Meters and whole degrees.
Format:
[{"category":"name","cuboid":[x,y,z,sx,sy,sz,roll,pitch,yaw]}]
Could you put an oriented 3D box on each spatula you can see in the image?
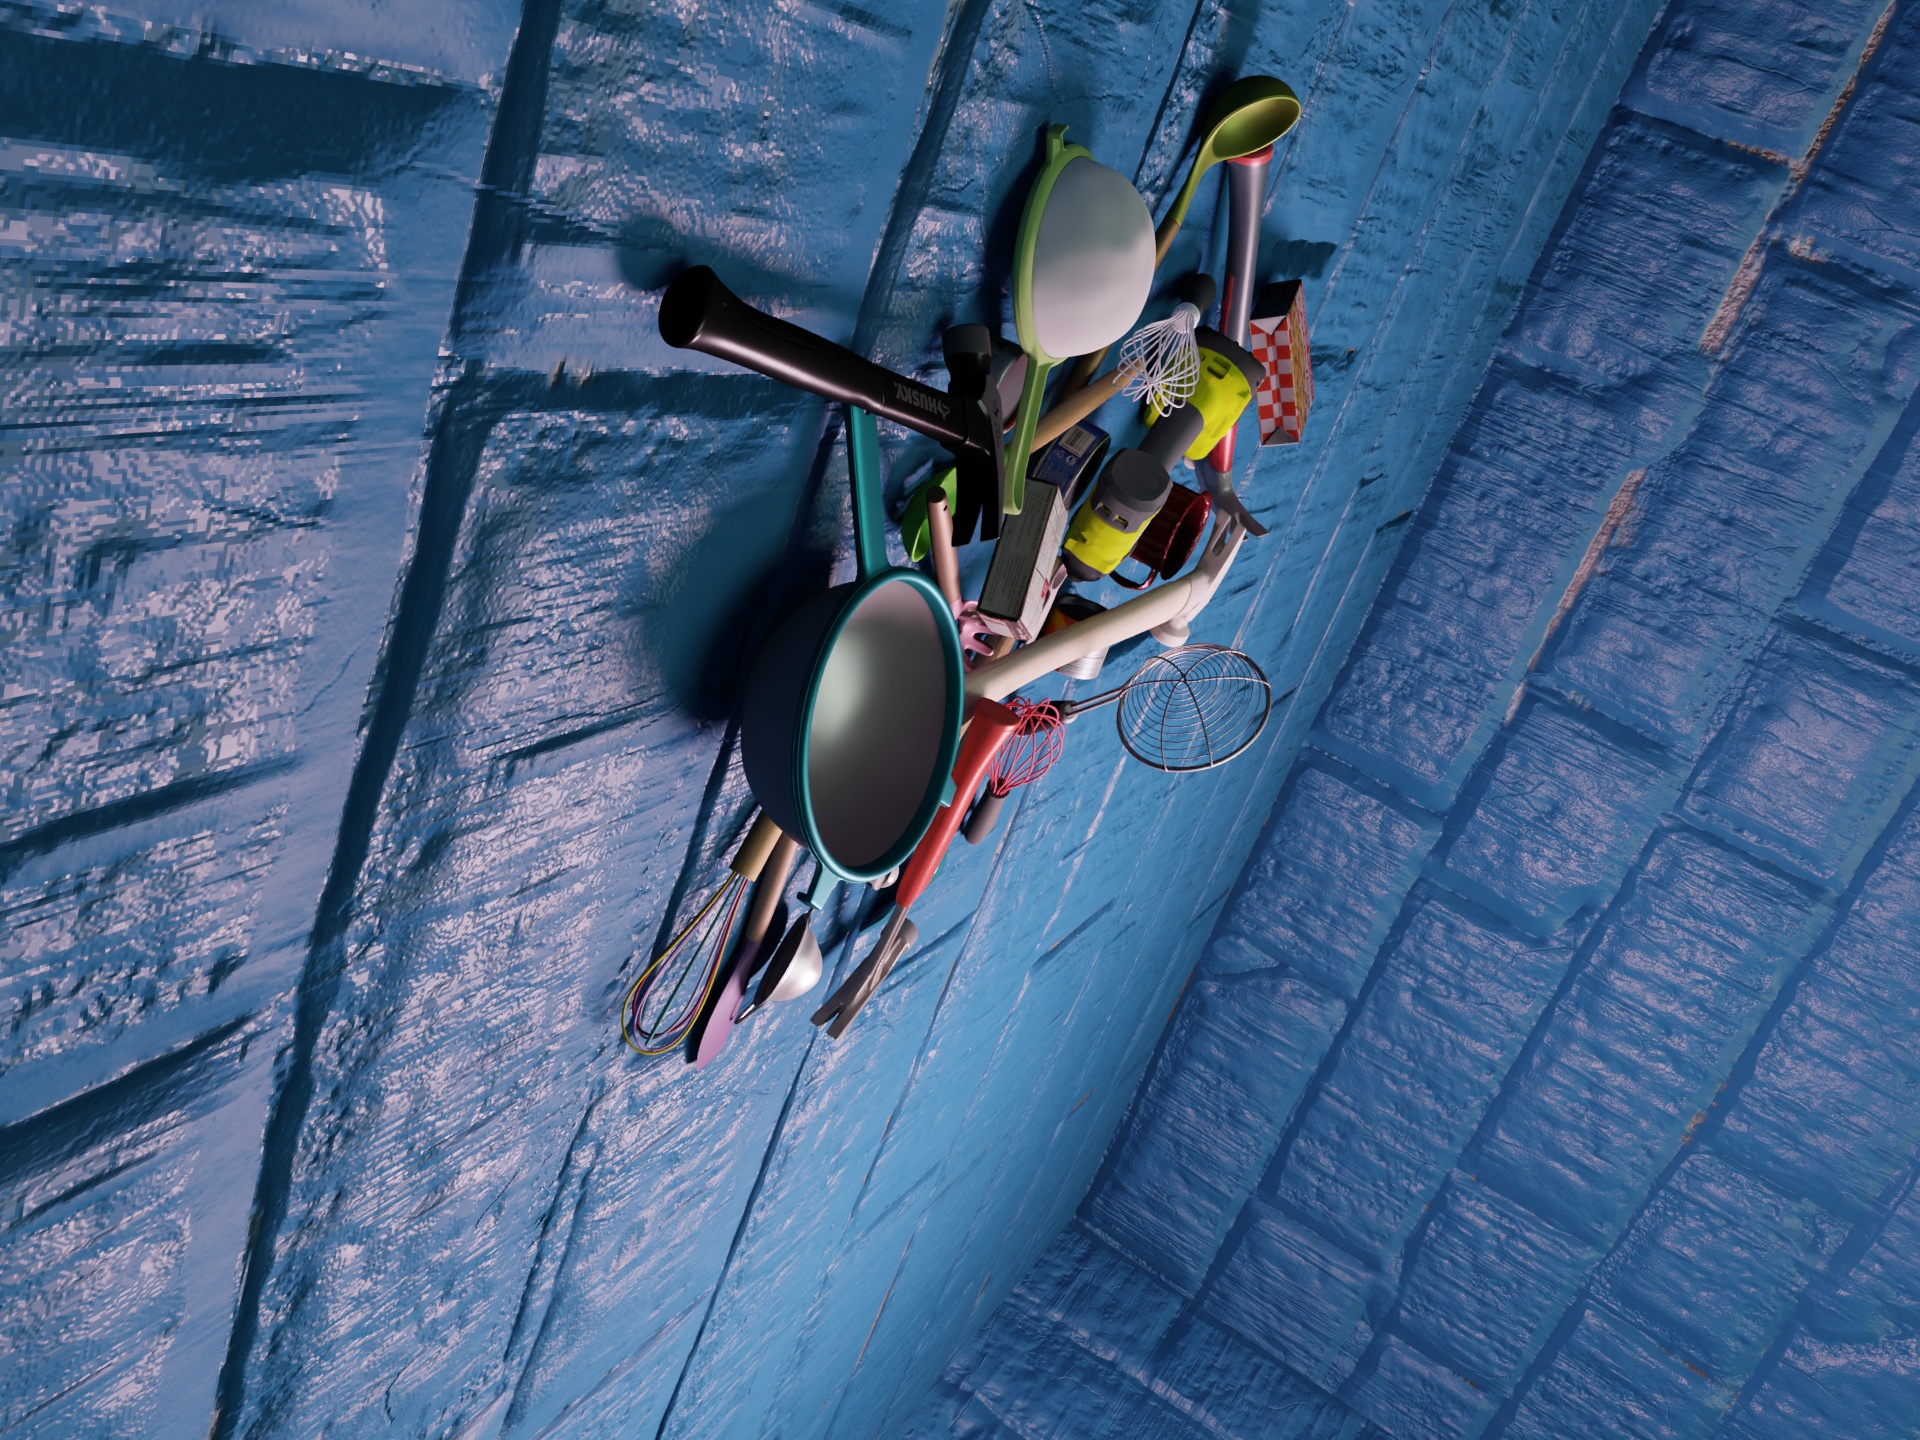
[{"category":"spatula","cuboid":[-0.156,0.150,1.248,0.060,0.018,0.315,-36,150,-63]},{"category":"spatula","cuboid":[-0.015,0.063,1.477,0.082,0.044,0.317,-18,130,-60]}]

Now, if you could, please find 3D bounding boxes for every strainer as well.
[{"category":"strainer","cuboid":[0.083,-0.264,1.094,0.151,0.069,0.256,13,89,-68]},{"category":"strainer","cuboid":[-0.088,-0.062,1.044,0.211,0.095,0.340,-36,128,-54]},{"category":"strainer","cuboid":[-0.111,0.138,1.301,0.258,0.050,0.087,-67,-168,-1]}]

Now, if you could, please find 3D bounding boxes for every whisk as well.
[{"category":"whisk","cuboid":[0.179,-0.322,1.305,0.285,0.070,0.070,-62,170,-55]},{"category":"whisk","cuboid":[-0.173,0.129,1.152,0.245,0.047,0.051,-61,173,-11]},{"category":"whisk","cuboid":[0.040,0.056,1.507,0.073,0.073,0.295,-50,172,-27]}]

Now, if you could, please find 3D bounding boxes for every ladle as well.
[{"category":"ladle","cuboid":[0.166,-0.369,1.268,0.320,0.062,0.078,-59,163,4]}]

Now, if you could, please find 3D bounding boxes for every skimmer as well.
[{"category":"skimmer","cuboid":[0.142,0.003,1.420,0.127,0.090,0.363,-52,-168,-19]}]

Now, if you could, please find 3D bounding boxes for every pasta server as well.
[{"category":"pasta server","cuboid":[-0.002,-0.101,1.192,0.060,0.040,0.316,-58,169,-13]}]

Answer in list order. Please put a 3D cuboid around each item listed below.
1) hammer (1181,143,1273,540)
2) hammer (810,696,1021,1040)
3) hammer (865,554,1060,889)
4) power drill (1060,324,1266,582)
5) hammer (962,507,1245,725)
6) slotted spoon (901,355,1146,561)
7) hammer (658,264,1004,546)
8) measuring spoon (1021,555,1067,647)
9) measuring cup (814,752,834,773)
[{"category":"hammer","cuboid":[0.255,-0.341,1.451,0.038,0.143,0.385,-16,142,-10]},{"category":"hammer","cuboid":[-0.033,0.121,1.342,0.149,0.037,0.358,-47,167,-48]},{"category":"hammer","cuboid":[-0.002,-0.004,1.376,0.331,0.031,0.130,-61,174,-6]},{"category":"power drill","cuboid":[0.168,-0.225,1.394,0.223,0.080,0.171,-54,178,-27]},{"category":"hammer","cuboid":[0.108,-0.077,1.374,0.410,0.038,0.146,-26,151,-46]},{"category":"slotted spoon","cuboid":[0.052,-0.212,1.212,0.314,0.031,0.070,-40,158,-36]},{"category":"hammer","cuboid":[-0.059,-0.190,0.915,0.334,0.035,0.146,3,80,-62]},{"category":"measuring spoon","cuboid":[0.071,-0.104,1.475,0.034,0.018,0.124,-38,157,-51]},{"category":"measuring cup","cuboid":[-0.090,0.029,1.210,0.062,0.029,0.156,-65,165,5]}]
